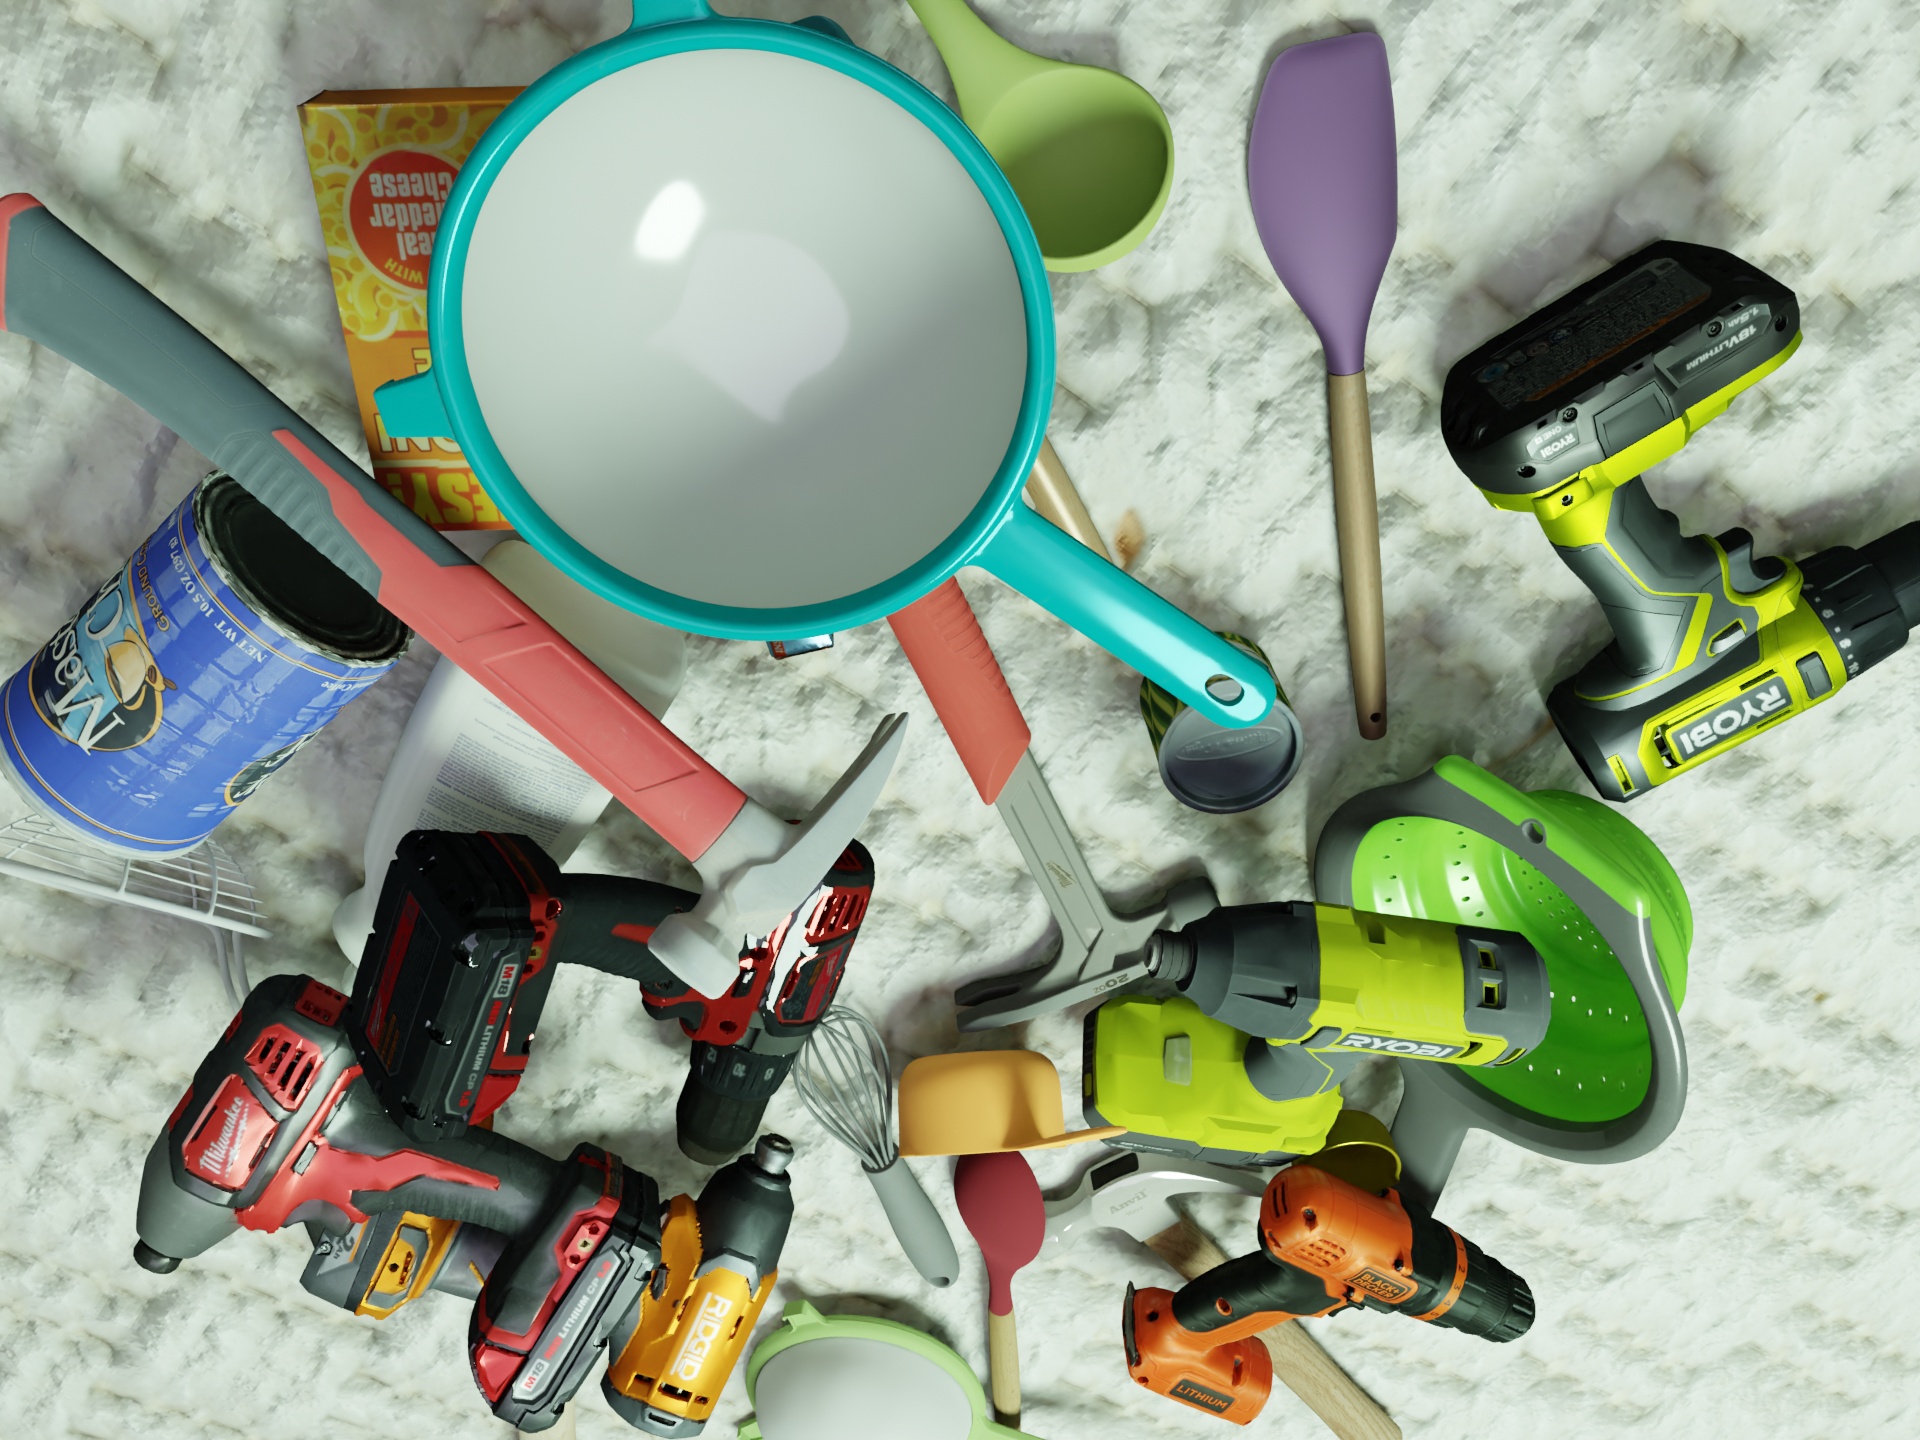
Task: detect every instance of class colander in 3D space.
[{"bbox_3d":[0.277,0.156,0.819,0.094,0.205,0.396,-31,143,-25],"label":"colander"}]

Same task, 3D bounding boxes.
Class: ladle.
[{"bbox_3d":[-0.036,-0.291,0.552,0.078,0.062,0.320,-42,113,4],"label":"ladle"},{"bbox_3d":[0.025,0.365,0.957,0.031,0.069,0.315,-30,134,-31],"label":"ladle"}]

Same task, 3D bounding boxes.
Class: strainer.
[{"bbox_3d":[-0.012,0.449,0.963,0.256,0.069,0.151,18,124,-3],"label":"strainer"},{"bbox_3d":[-0.021,-0.109,0.589,0.340,0.095,0.211,32,115,-17],"label":"strainer"}]

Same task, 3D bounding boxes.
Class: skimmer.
[{"bbox_3d":[-0.369,0.188,0.792,0.127,0.090,0.363,9,125,19],"label":"skimmer"}]

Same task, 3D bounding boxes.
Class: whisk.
[{"bbox_3d":[-0.041,0.240,0.877,0.055,0.055,0.238,-17,125,6],"label":"whisk"}]

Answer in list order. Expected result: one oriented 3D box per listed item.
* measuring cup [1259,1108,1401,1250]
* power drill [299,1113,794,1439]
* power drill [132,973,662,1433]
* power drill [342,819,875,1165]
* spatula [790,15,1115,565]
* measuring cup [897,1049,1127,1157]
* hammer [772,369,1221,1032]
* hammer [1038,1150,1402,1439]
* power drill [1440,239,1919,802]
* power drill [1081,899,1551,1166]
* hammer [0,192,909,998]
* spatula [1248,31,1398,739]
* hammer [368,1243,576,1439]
[{"bbox_3d":[0.190,0.269,0.889,0.062,0.029,0.156,13,130,-15],"label":"measuring cup"},{"bbox_3d":[-0.203,0.262,0.833,0.226,0.084,0.164,26,91,-13],"label":"power drill"},{"bbox_3d":[-0.260,0.227,0.735,0.219,0.078,0.143,34,89,-14],"label":"power drill"},{"bbox_3d":[-0.155,0.133,0.731,0.226,0.080,0.188,5,115,-44],"label":"power drill"},{"bbox_3d":[0.004,-0.138,0.652,0.082,0.044,0.317,-8,129,36],"label":"spatula"},{"bbox_3d":[0.030,0.188,0.796,0.095,0.052,0.173,5,161,-28],"label":"measuring cup"},{"bbox_3d":[-0.001,-0.002,0.735,0.149,0.037,0.358,-22,121,9],"label":"hammer"},{"bbox_3d":[0.183,0.366,0.974,0.130,0.031,0.331,-33,118,15],"label":"hammer"},{"bbox_3d":[0.327,-0.086,0.690,0.190,0.080,0.228,-31,121,14],"label":"power drill"},{"bbox_3d":[0.142,0.145,0.750,0.171,0.080,0.223,9,152,-10],"label":"power drill"},{"bbox_3d":[-0.196,-0.065,0.618,0.386,0.038,0.143,42,74,-13],"label":"hammer"},{"bbox_3d":[0.166,-0.127,0.686,0.060,0.018,0.315,-11,120,4],"label":"spatula"},{"bbox_3d":[-0.265,0.448,0.988,0.146,0.038,0.410,1,121,-3],"label":"hammer"}]
